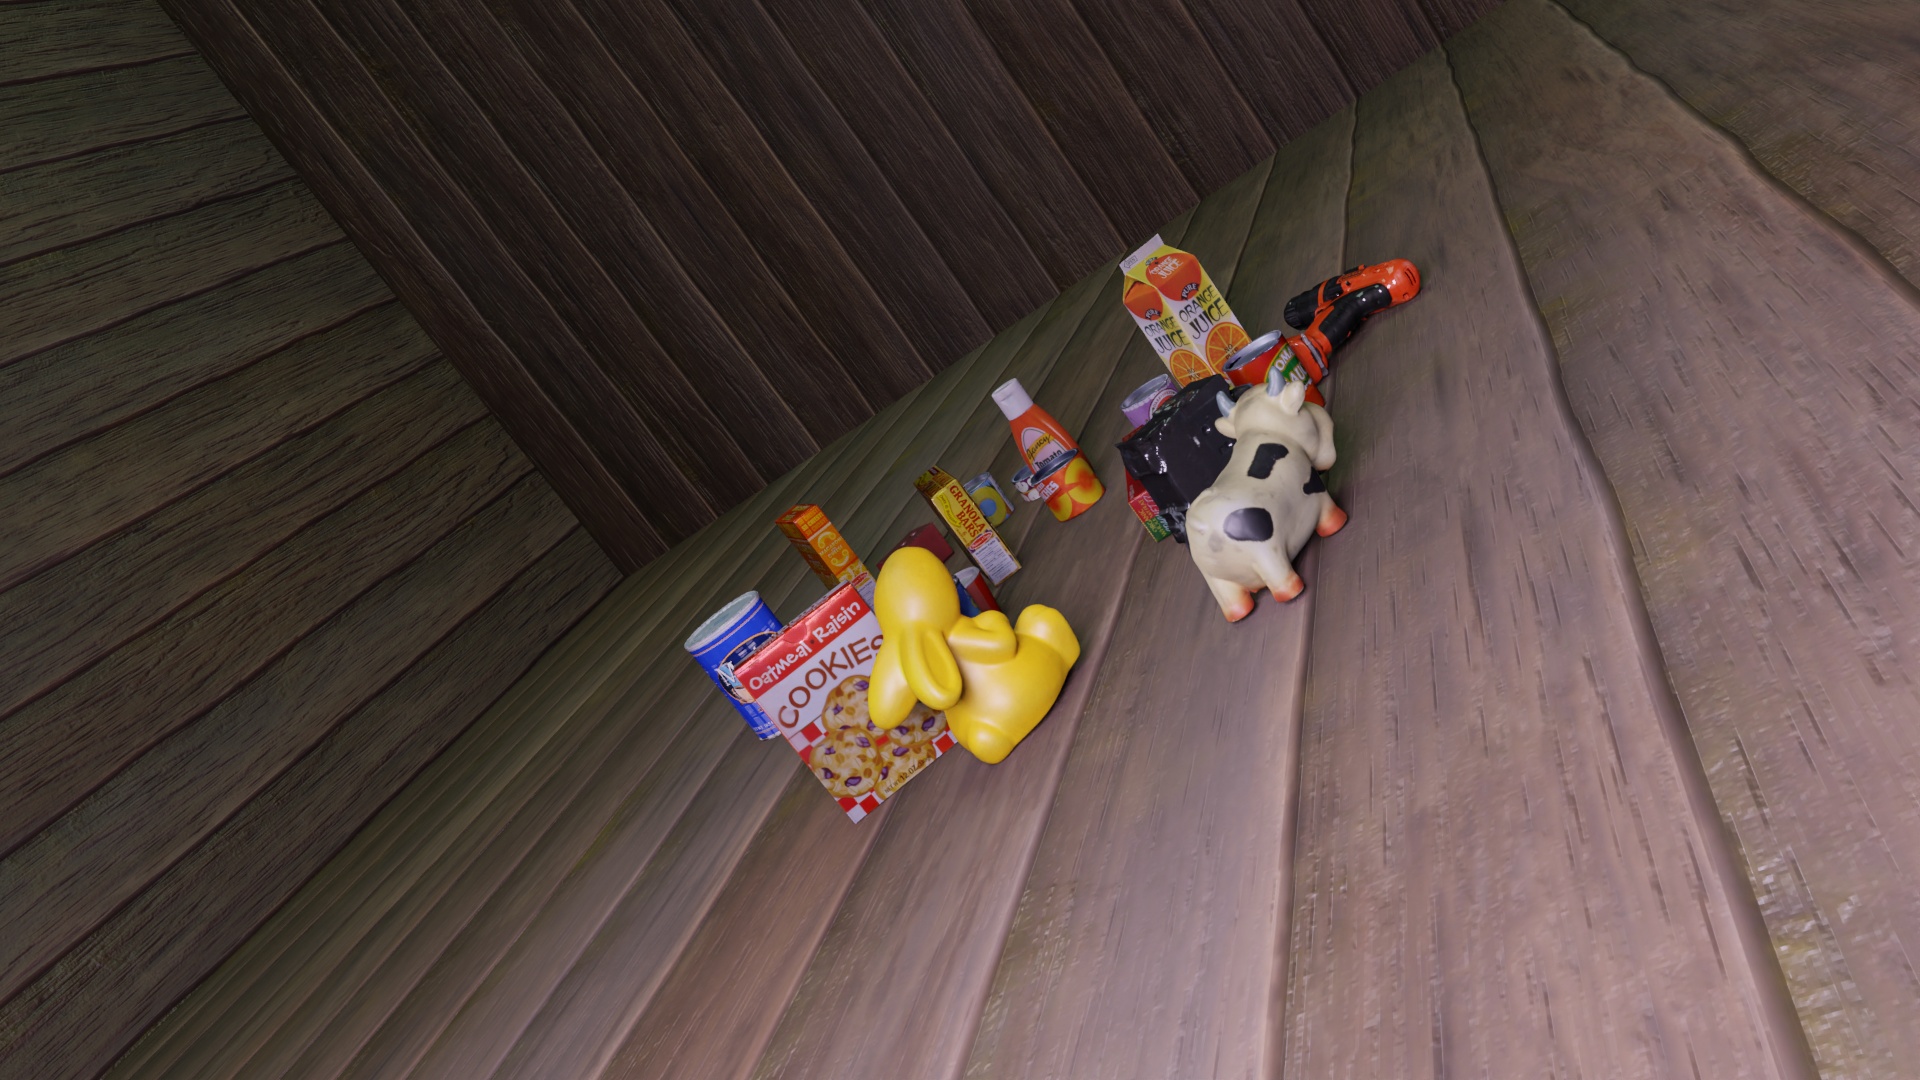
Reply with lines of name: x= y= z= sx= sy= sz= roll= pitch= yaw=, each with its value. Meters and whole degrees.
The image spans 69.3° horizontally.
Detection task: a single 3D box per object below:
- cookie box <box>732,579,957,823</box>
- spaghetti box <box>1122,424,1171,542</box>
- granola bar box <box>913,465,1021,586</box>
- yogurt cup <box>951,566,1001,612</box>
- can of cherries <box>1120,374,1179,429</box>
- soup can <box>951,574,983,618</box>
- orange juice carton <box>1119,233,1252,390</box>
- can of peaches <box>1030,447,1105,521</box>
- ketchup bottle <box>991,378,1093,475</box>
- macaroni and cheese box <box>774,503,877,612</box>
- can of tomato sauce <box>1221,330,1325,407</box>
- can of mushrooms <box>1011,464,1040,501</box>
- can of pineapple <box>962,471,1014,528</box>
cookie box: x=-0.093 y=0.135 z=1.173 sx=0.123 sy=0.167 sz=0.040 roll=-38 pitch=12 yaw=-7
spaghetti box: x=0.191 y=-0.062 z=1.405 sx=0.028 sy=0.050 sz=0.251 roll=-33 pitch=13 yaw=15
granola bar box: x=0.006 y=-0.020 z=1.579 sx=0.039 sy=0.124 sz=0.166 roll=-37 pitch=12 yaw=-2
yogurt cup: x=0.005 y=0.067 z=1.424 sx=0.072 sy=0.054 sz=0.072 roll=-35 pitch=12 yaw=9
can of cherries: x=0.229 y=-0.150 z=1.606 sx=0.071 sy=0.058 sz=0.072 roll=-35 pitch=12 yaw=9
soup can: x=-0.003 y=0.086 z=1.308 sx=0.071 sy=0.083 sz=0.071 roll=-35 pitch=12 yaw=9
orange juice carton: x=0.260 y=-0.259 z=1.611 sx=0.072 sy=0.192 sz=0.073 roll=-42 pitch=13 yaw=-23
can of peaches: x=0.121 y=-0.061 z=1.575 sx=0.071 sy=0.058 sz=0.071 roll=-35 pitch=12 yaw=9
ketchup bottle: x=0.094 y=-0.125 z=1.670 sx=0.064 sy=0.148 sz=0.044 roll=-31 pitch=13 yaw=25
macaroni and cheese box: x=-0.157 y=0.029 z=1.741 sx=0.040 sy=0.166 sz=0.123 roll=-40 pitch=12 yaw=-14
can of tomato sauce: x=0.305 y=-0.151 z=1.345 sx=0.071 sy=0.083 sz=0.071 roll=-35 pitch=12 yaw=9
can of mushrooms: x=0.102 y=-0.082 z=1.761 sx=0.071 sy=0.033 sz=0.071 roll=-35 pitch=12 yaw=9
can of pineapple: x=0.025 y=-0.044 z=1.773 sx=0.071 sy=0.058 sz=0.071 roll=-35 pitch=12 yaw=9
